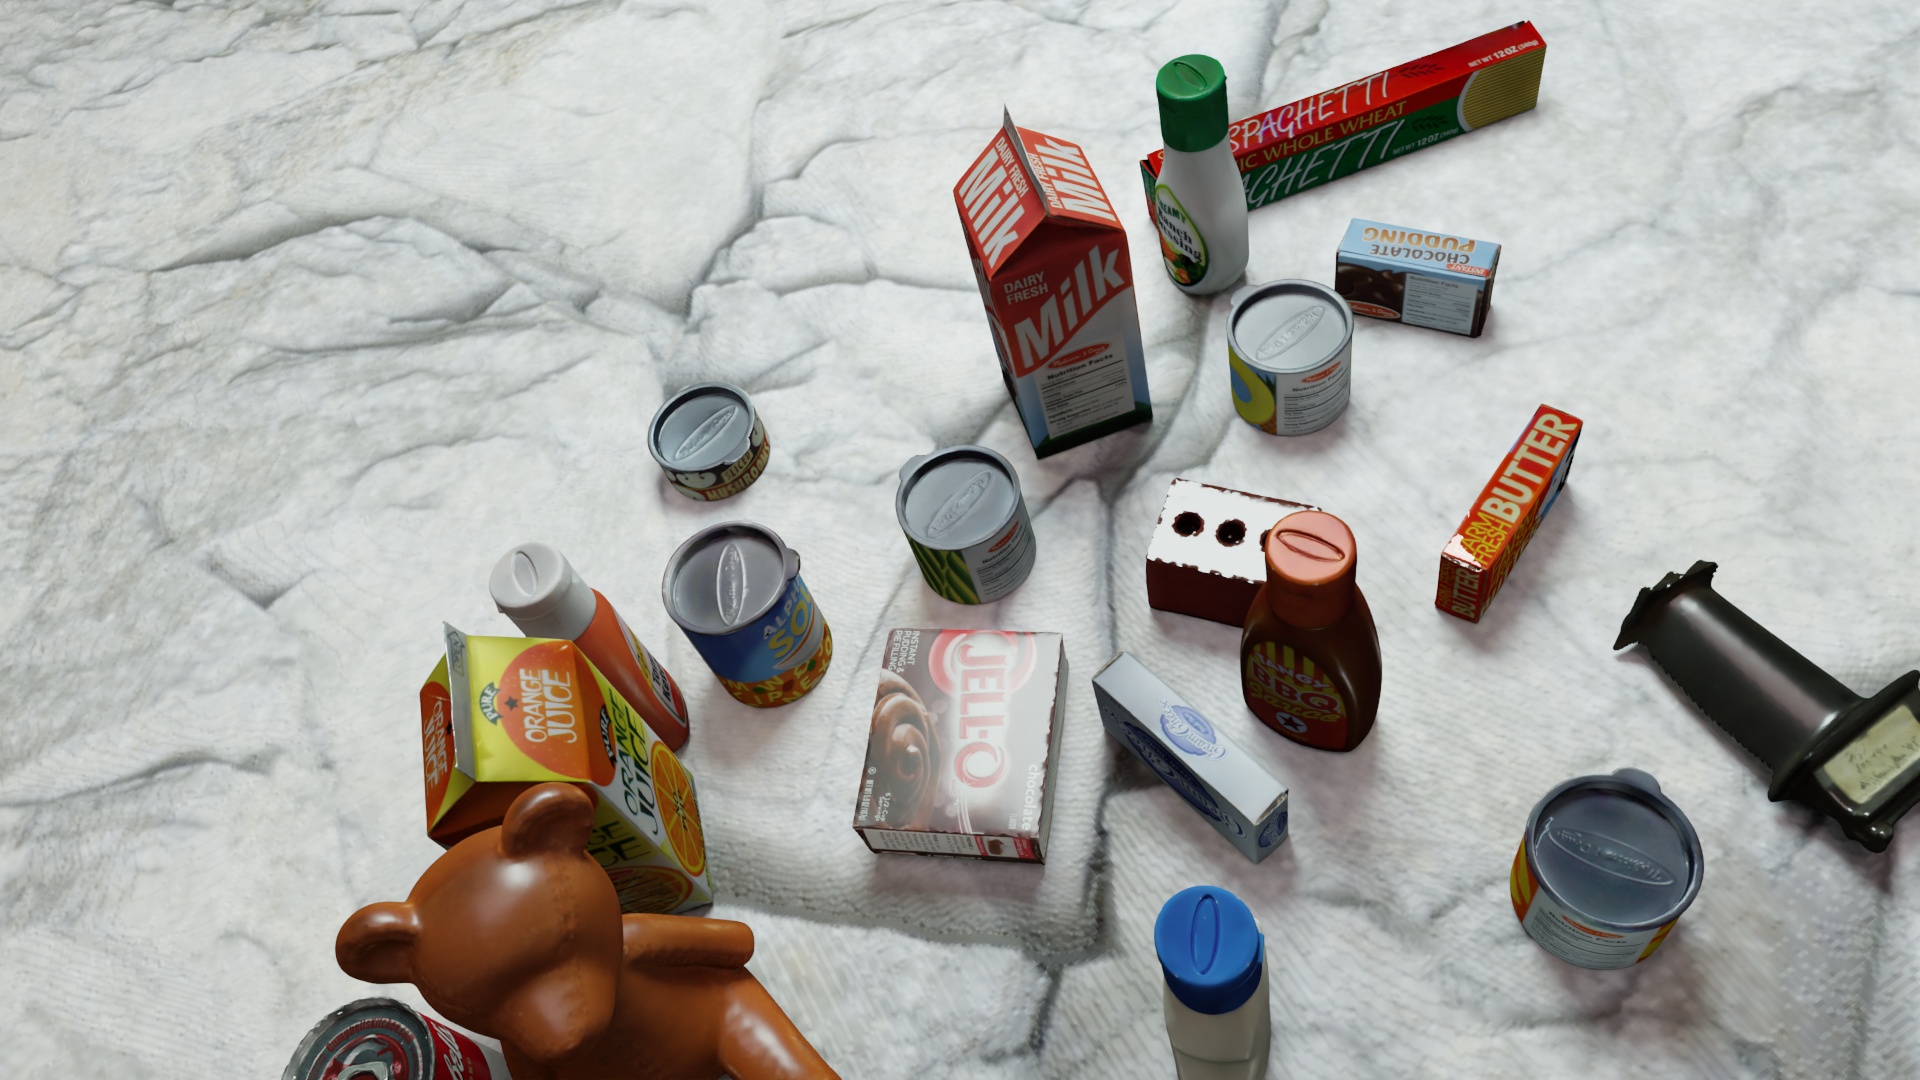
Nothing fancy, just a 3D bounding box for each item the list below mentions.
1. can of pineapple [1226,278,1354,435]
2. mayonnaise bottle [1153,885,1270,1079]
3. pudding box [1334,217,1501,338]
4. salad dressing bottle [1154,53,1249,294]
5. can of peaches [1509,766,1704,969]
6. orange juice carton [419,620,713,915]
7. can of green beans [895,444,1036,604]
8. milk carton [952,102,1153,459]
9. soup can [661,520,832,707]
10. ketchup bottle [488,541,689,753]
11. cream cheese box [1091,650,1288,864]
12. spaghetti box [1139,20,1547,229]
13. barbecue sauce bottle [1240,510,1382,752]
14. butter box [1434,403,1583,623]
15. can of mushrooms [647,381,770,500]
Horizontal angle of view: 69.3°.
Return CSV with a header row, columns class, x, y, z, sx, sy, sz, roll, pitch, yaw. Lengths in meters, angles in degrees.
class,x,y,z,sx,sy,sz,roll,pitch,yaw
can of pineapple,0.179,-0.101,0.758,0.071,0.057,0.071,-6,56,10
mayonnaise bottle,0.099,0.175,0.539,0.041,0.147,0.065,2,58,15
pudding box,0.254,-0.147,0.777,0.084,0.049,0.030,16,62,23
salad dressing bottle,0.134,-0.204,0.783,0.044,0.147,0.064,-30,55,-7
can of peaches,0.268,0.137,0.579,0.071,0.057,0.071,-6,56,10
orange juice carton,-0.181,0.110,0.622,0.073,0.191,0.072,-19,55,1
can of green beans,0.004,-0.008,0.739,0.071,0.057,0.071,-6,56,10
milk carton,0.048,-0.135,0.732,0.073,0.189,0.072,-20,55,0
soup can,-0.105,0.039,0.718,0.071,0.083,0.072,-6,56,10
ketchup bottle,-0.182,0.055,0.686,0.043,0.148,0.065,-30,55,-7
cream cheese box,0.107,0.100,0.645,0.024,0.053,0.104,-40,57,-14
spaghetti box,0.233,-0.250,0.850,0.250,0.050,0.029,-20,55,0
barbecue sauce bottle,0.155,0.041,0.615,0.065,0.148,0.044,24,66,26
butter box,0.269,-0.013,0.681,0.024,0.053,0.104,29,68,28
can of mushrooms,-0.147,-0.057,0.823,0.071,0.033,0.071,-6,56,9
